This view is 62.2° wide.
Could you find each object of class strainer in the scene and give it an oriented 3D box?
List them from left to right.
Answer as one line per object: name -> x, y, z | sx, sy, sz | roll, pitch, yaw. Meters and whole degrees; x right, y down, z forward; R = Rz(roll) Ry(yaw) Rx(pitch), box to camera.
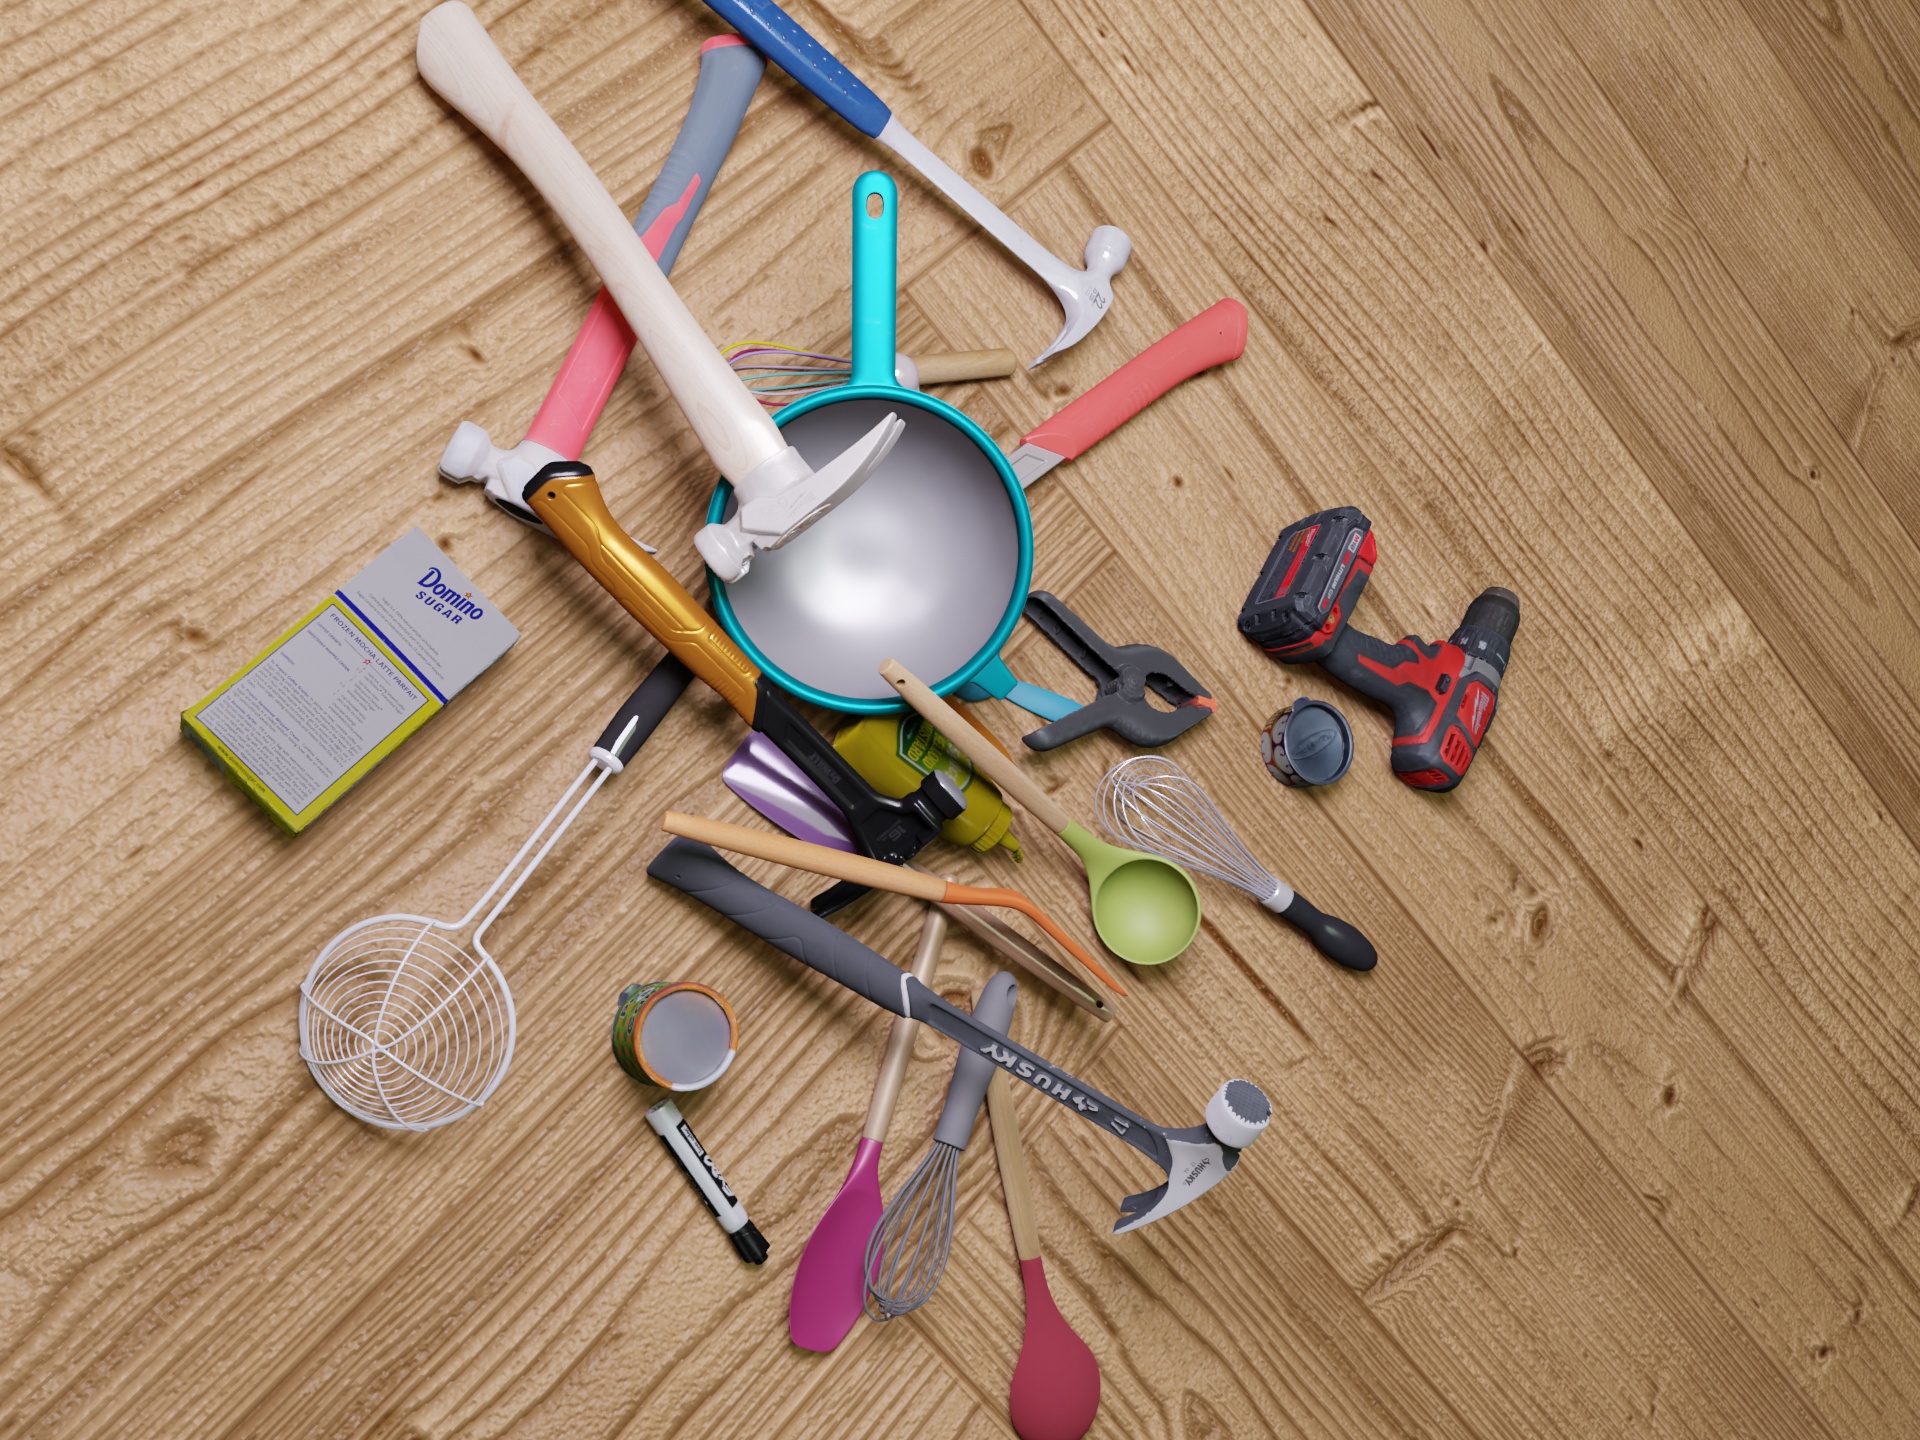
strainer -> -0.060, -0.177, 1.046 | 0.211, 0.095, 0.340 | 0, 98, -5

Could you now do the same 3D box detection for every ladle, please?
ladle -> 0.043, 0.339, 1.084 | 0.069, 0.031, 0.315 | -9, 84, -24
ladle -> 0.055, 0.063, 1.070 | 0.078, 0.062, 0.319 | -41, 123, 11

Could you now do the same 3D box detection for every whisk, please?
whisk -> -0.065, -0.247, 1.119 | 0.245, 0.051, 0.047 | -12, 81, -29
whisk -> -0.010, 0.276, 1.046 | 0.055, 0.055, 0.239 | 28, 70, -19
whisk -> 0.212, 0.115, 1.186 | 0.284, 0.070, 0.070 | 35, 69, -22

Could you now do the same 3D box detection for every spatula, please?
spatula -> -0.037, 0.112, 1.011 | 0.322, 0.081, 0.041 | 17, 98, -20
spatula -> -0.021, 0.109, 1.077 | 0.316, 0.018, 0.060 | 37, 69, -7

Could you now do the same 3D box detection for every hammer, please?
hammer -> -0.203, -0.290, 0.989 | 0.146, 0.038, 0.411 | -37, 83, 7
hammer -> -0.199, -0.296, 1.066 | 0.143, 0.038, 0.386 | 28, 71, -20
hammer -> -0.149, -0.023, 0.994 | 0.127, 0.034, 0.336 | -40, 108, 6
hammer -> -0.048, -0.410, 1.124 | 0.405, 0.035, 0.144 | 35, 60, -23
hammer -> -0.017, 0.186, 1.001 | 0.409, 0.149, 0.036 | 30, 37, 3
hammer -> 0.084, -0.228, 1.189 | 0.359, 0.037, 0.149 | -39, 99, -25

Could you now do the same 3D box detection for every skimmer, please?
skimmer -> -0.258, 0.080, 0.981 | 0.127, 0.090, 0.363 | 33, 58, -1

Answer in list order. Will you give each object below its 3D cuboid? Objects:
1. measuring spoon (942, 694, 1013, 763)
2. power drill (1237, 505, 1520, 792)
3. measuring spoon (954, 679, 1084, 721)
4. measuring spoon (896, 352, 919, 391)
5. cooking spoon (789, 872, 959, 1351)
measuring spoon -> -0.002, -0.004, 1.125 | 0.117, 0.011, 0.021 | 45, 66, -12
power drill -> 0.348, -0.075, 1.267 | 0.226, 0.080, 0.188 | 37, 68, -18
measuring spoon -> 0.050, -0.020, 1.146 | 0.128, 0.021, 0.042 | 22, 73, -20
measuring spoon -> -0.013, -0.206, 1.109 | 0.124, 0.018, 0.034 | 49, 61, -13
cooking spoon -> -0.051, 0.253, 1.055 | 0.068, 0.017, 0.319 | 31, 68, -39
